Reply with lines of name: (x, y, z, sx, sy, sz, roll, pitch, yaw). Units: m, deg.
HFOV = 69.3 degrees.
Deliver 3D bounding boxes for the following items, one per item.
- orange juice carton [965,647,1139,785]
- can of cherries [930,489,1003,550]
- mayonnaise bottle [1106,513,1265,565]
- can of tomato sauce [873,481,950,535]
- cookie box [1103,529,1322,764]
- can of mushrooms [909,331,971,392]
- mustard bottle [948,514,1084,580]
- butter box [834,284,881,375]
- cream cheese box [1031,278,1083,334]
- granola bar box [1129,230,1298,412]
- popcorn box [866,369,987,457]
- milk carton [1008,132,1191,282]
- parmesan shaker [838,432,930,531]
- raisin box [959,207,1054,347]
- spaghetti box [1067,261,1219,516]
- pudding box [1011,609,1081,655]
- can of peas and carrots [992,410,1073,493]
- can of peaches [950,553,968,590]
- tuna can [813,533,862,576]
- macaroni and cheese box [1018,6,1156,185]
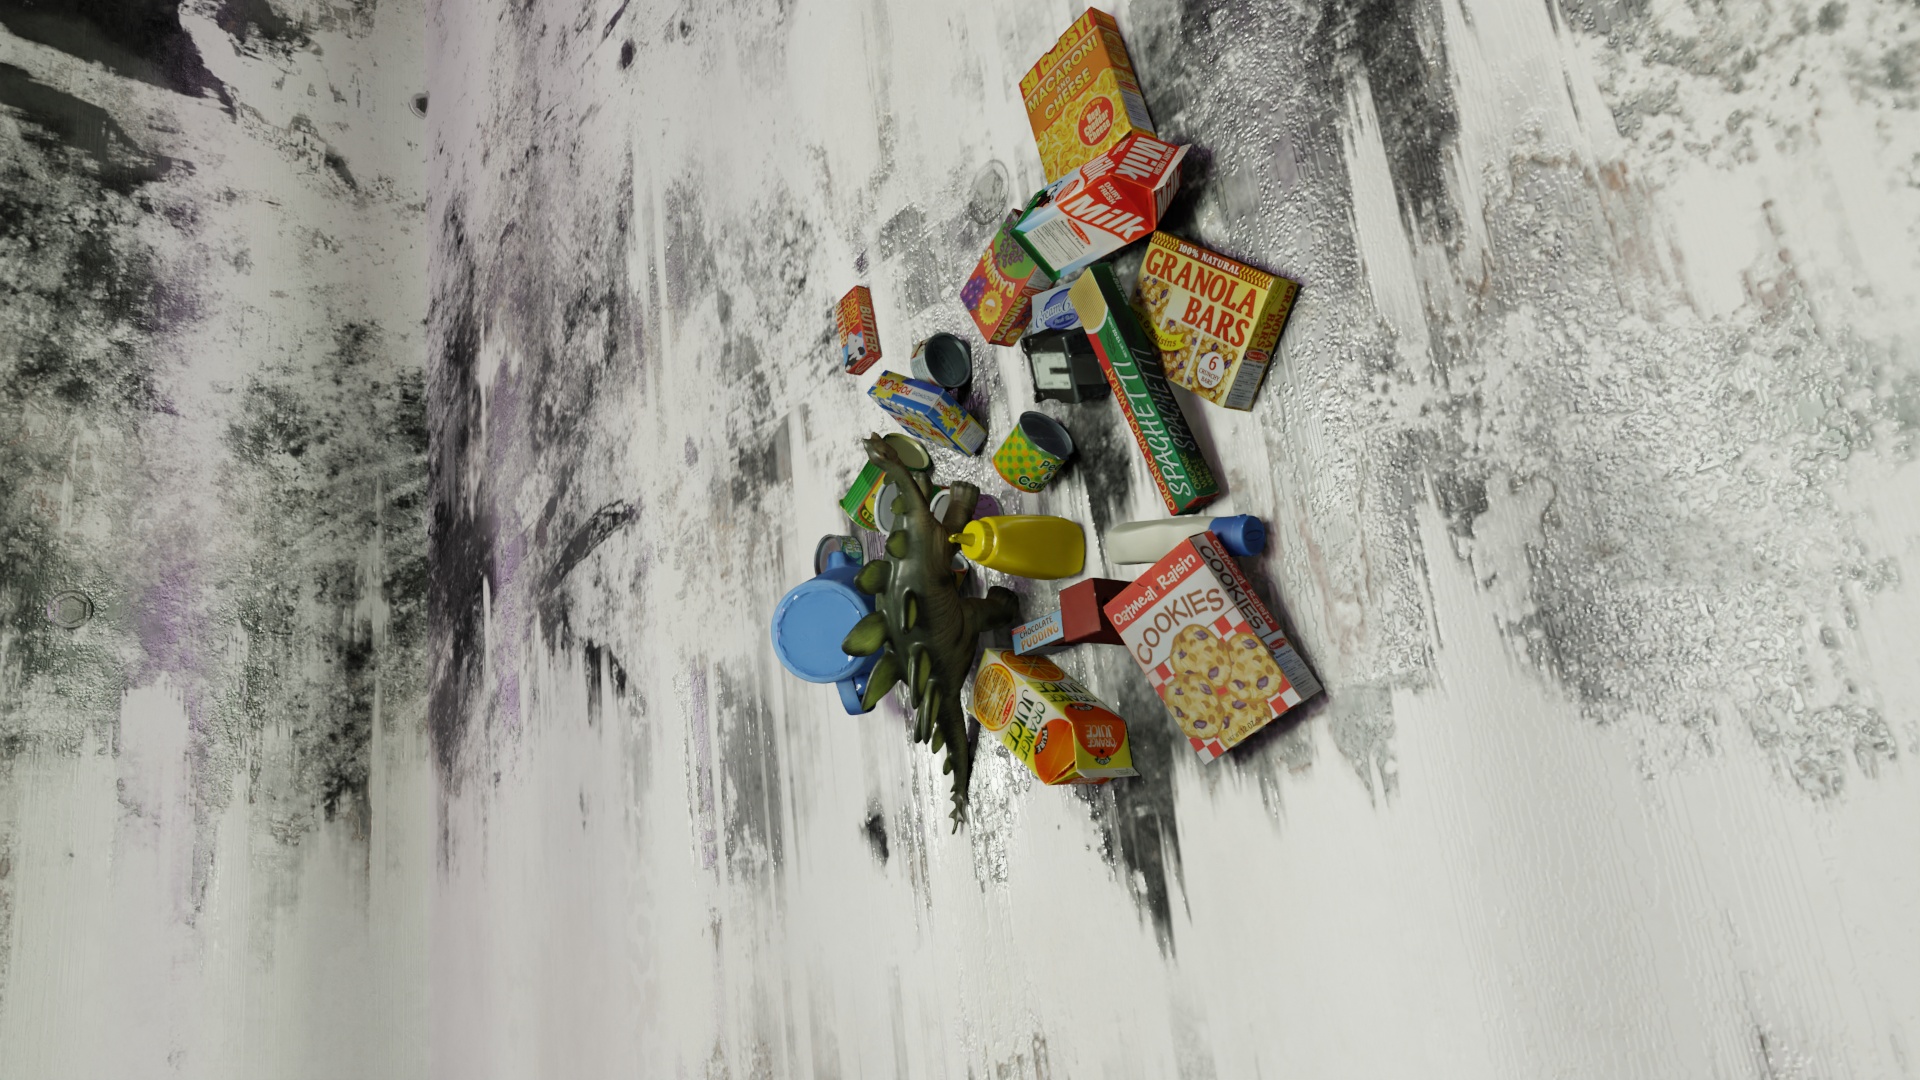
orange juice carton: (0.092, 0.182, 1.371, 0.193, 0.072, 0.072, 38, 114, 48)
can of cherries: (0.005, -0.019, 1.523, 0.071, 0.058, 0.071, -11, 76, 51)
mayonnaise bottle: (0.206, -0.001, 1.262, 0.148, 0.065, 0.041, -4, 95, 48)
can of tomato sauce: (-0.046, -0.032, 1.571, 0.071, 0.083, 0.071, -11, 76, 51)
cookie box: (0.215, 0.093, 1.210, 0.122, 0.040, 0.168, -45, 70, 40)
can of mushrooms: (-0.021, -0.202, 1.582, 0.033, 0.071, 0.071, -18, 71, 51)
mustard bottle: (0.051, 0.003, 1.379, 0.048, 0.160, 0.065, -12, 75, 52)
butter box: (-0.131, -0.267, 1.764, 0.053, 0.024, 0.104, -34, 59, 45)
cream cheese box: (0.115, -0.239, 1.443, 0.103, 0.024, 0.053, -10, 77, 51)
granola bar box: (0.223, -0.205, 1.286, 0.166, 0.039, 0.123, 39, 116, 48)
popcorn box: (-0.038, -0.144, 1.572, 0.127, 0.085, 0.038, 25, 78, 51)
milk carton: (0.144, -0.331, 1.359, 0.190, 0.073, 0.073, -18, 33, 50)
parmesan shaker: (-0.090, -0.069, 1.642, 0.102, 0.071, 0.071, -55, 46, 32)
raisin box: (0.056, -0.285, 1.514, 0.122, 0.040, 0.086, -55, 47, 32)
spaghetti box: (0.170, -0.142, 1.300, 0.250, 0.029, 0.050, 67, 152, 14)
pudding box: (0.097, 0.093, 1.396, 0.083, 0.050, 0.030, -26, 66, 48)
can of peas and carrots: (0.076, -0.089, 1.438, 0.058, 0.071, 0.071, -53, 47, 34)
can of peaches: (-0.033, 0.040, 1.554, 0.071, 0.071, 0.057, 48, 121, 44)
tuna can: (-0.152, 0.024, 1.741, 0.071, 0.033, 0.071, -10, 77, 51)
macaroni and cheese box: (0.128, -0.449, 1.444, 0.123, 0.040, 0.167, -37, 57, 42)
